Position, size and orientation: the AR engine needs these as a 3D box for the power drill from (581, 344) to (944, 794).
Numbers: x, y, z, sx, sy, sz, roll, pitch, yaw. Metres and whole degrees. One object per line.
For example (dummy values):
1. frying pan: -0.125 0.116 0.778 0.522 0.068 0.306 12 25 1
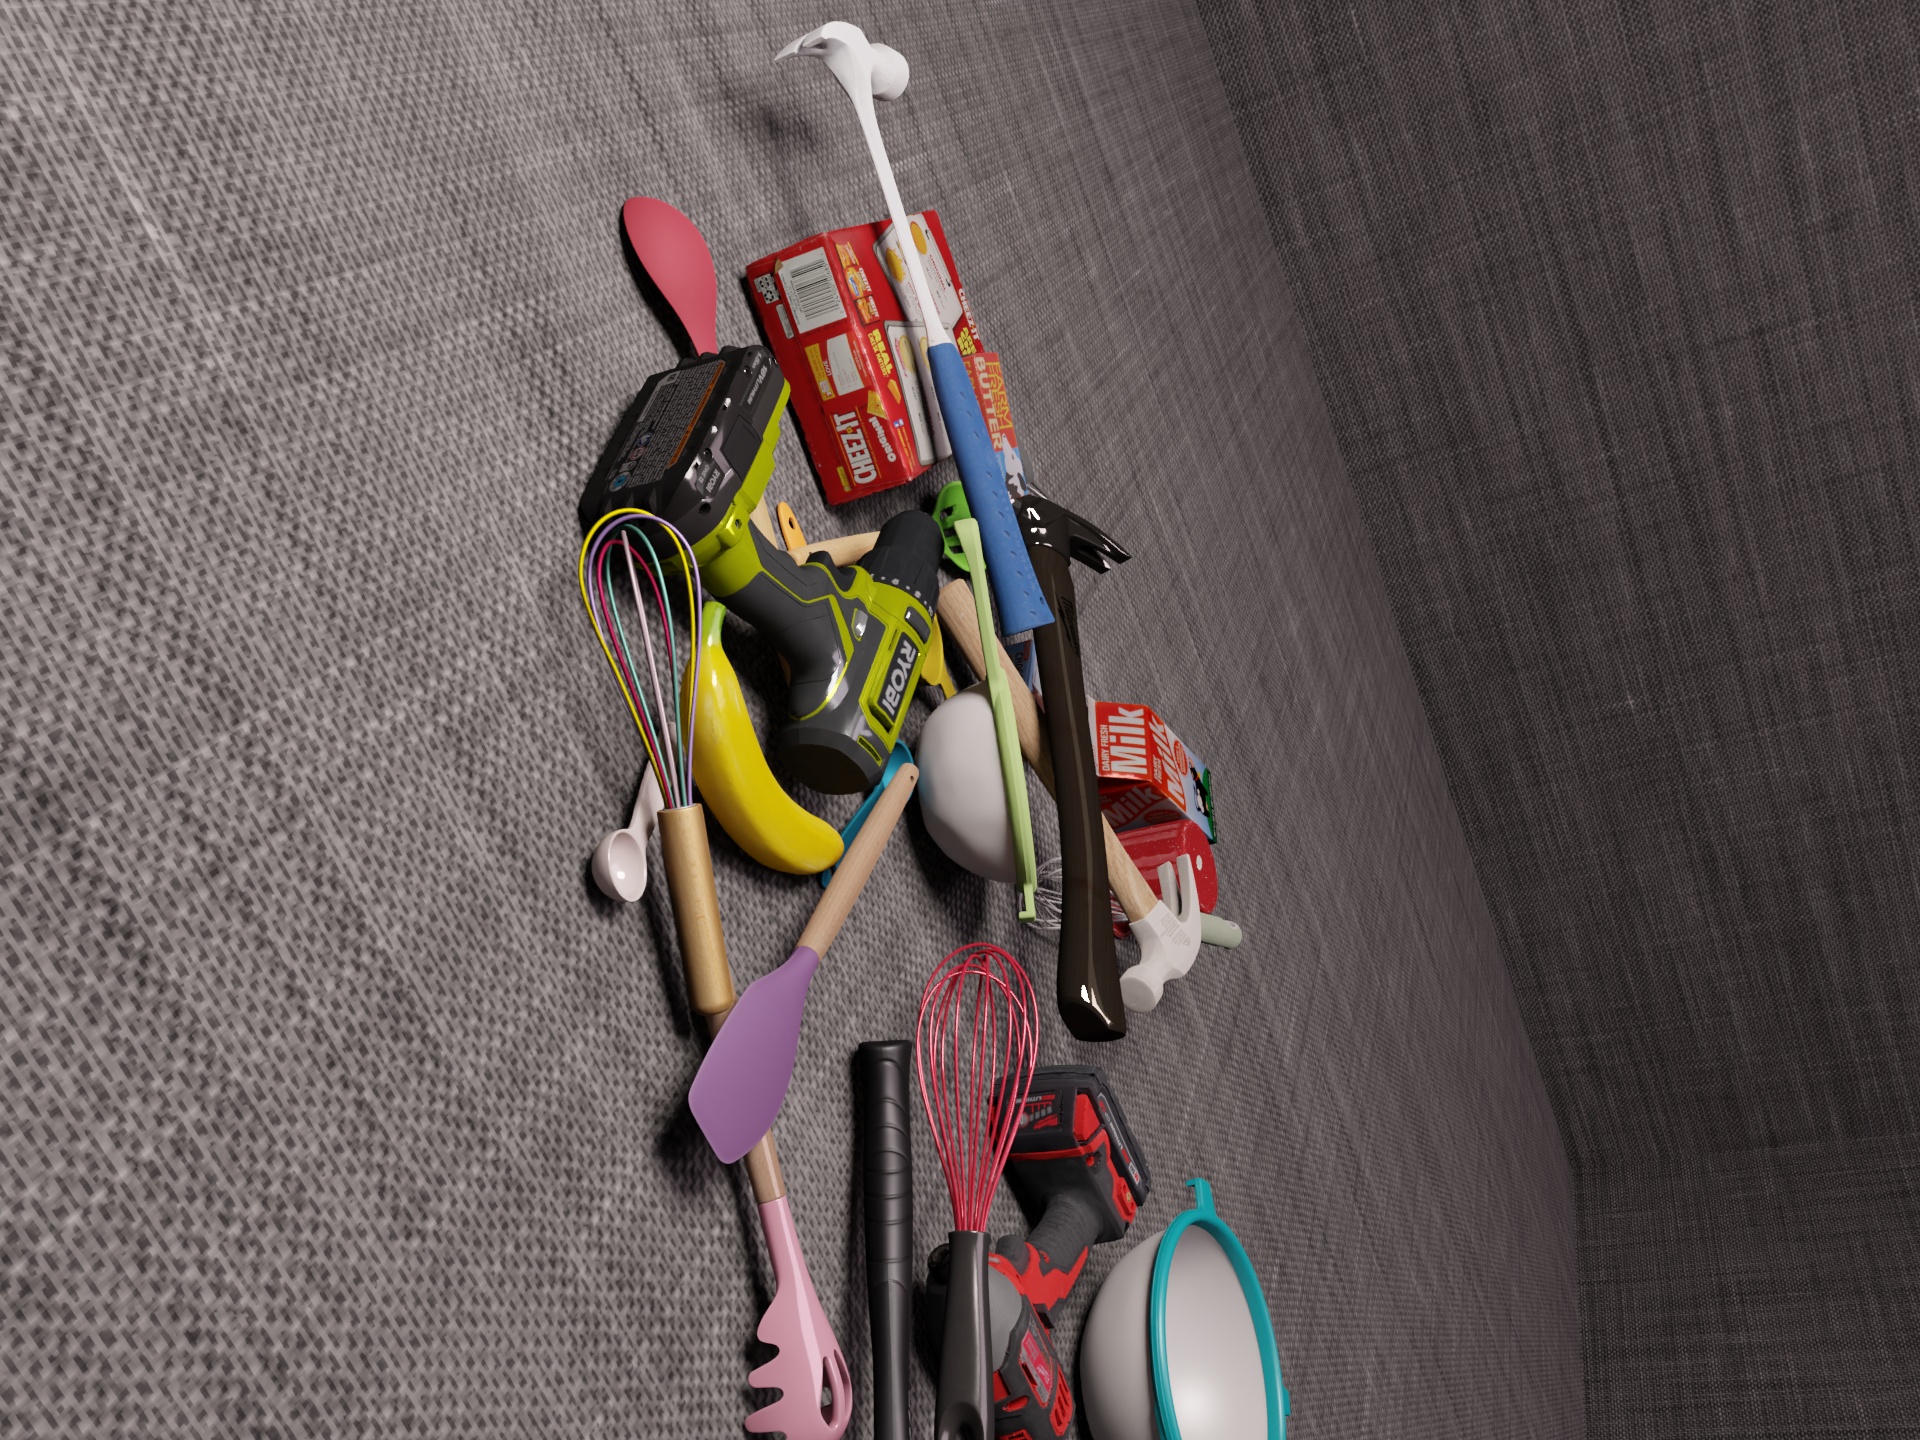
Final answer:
1. power drill: -0.090 -0.095 0.887 0.228 0.080 0.191 50 45 -40

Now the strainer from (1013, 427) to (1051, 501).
1. strainer: -0.002 -0.282 1.255 0.258 0.050 0.087 66 20 -8

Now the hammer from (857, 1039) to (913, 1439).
1. hammer: -0.036 0.319 0.821 0.146 0.035 0.335 87 0 -53

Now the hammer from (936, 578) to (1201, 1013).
1. hammer: 0.076 0.043 1.158 0.331 0.031 0.130 58 38 -5

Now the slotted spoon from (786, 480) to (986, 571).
1. slotted spoon: -0.042 -0.124 1.088 0.314 0.031 0.070 -25 100 -65

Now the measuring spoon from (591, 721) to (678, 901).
1. measuring spoon: -0.159 0.042 0.781 0.124 0.018 0.034 -82 155 -52

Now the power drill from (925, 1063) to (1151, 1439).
1. power drill: 0.042 0.320 0.979 0.143 0.078 0.220 65 29 -21

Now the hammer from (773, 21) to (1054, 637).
1. hammer: -0.020 -0.251 1.024 0.144 0.035 0.405 -21 94 -66

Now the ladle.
1. ladle: -0.132 -0.153 0.927 0.069 0.031 0.315 -28 104 -65

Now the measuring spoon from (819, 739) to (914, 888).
1. measuring spoon: -0.063 0.059 0.972 0.129 0.021 0.042 -58 134 -46

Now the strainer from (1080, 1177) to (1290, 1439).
1. strainer: 0.116 0.467 1.031 0.340 0.095 0.211 -36 106 -62

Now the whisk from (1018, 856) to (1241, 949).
1. whisk: 0.135 0.149 1.227 0.246 0.058 0.059 18 99 -39

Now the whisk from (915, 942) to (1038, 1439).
1. whisk: 0.006 0.263 0.875 0.073 0.073 0.296 41 44 -51

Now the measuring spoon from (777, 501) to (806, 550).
1. measuring spoon: -0.088 -0.083 0.995 0.117 0.011 0.021 69 25 -14

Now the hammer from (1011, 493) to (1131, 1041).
1. hammer: 0.085 0.025 1.126 0.146 0.038 0.411 22 53 -41

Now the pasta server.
1. pasta server: -0.107 0.210 0.783 0.060 0.040 0.316 -1 74 -65

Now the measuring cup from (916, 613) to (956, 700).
1. measuring cup: -0.020 -0.017 1.099 0.156 0.029 0.062 68 23 -44

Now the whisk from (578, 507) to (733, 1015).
1. whisk: -0.142 0.021 0.760 0.047 0.051 0.245 -14 96 -55

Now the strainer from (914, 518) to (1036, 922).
1. strainer: -0.002 -0.003 1.013 0.152 0.069 0.256 -100 180 -64

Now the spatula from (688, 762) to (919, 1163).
1. spatula: -0.073 0.113 0.853 0.059 0.018 0.316 66 27 -24
